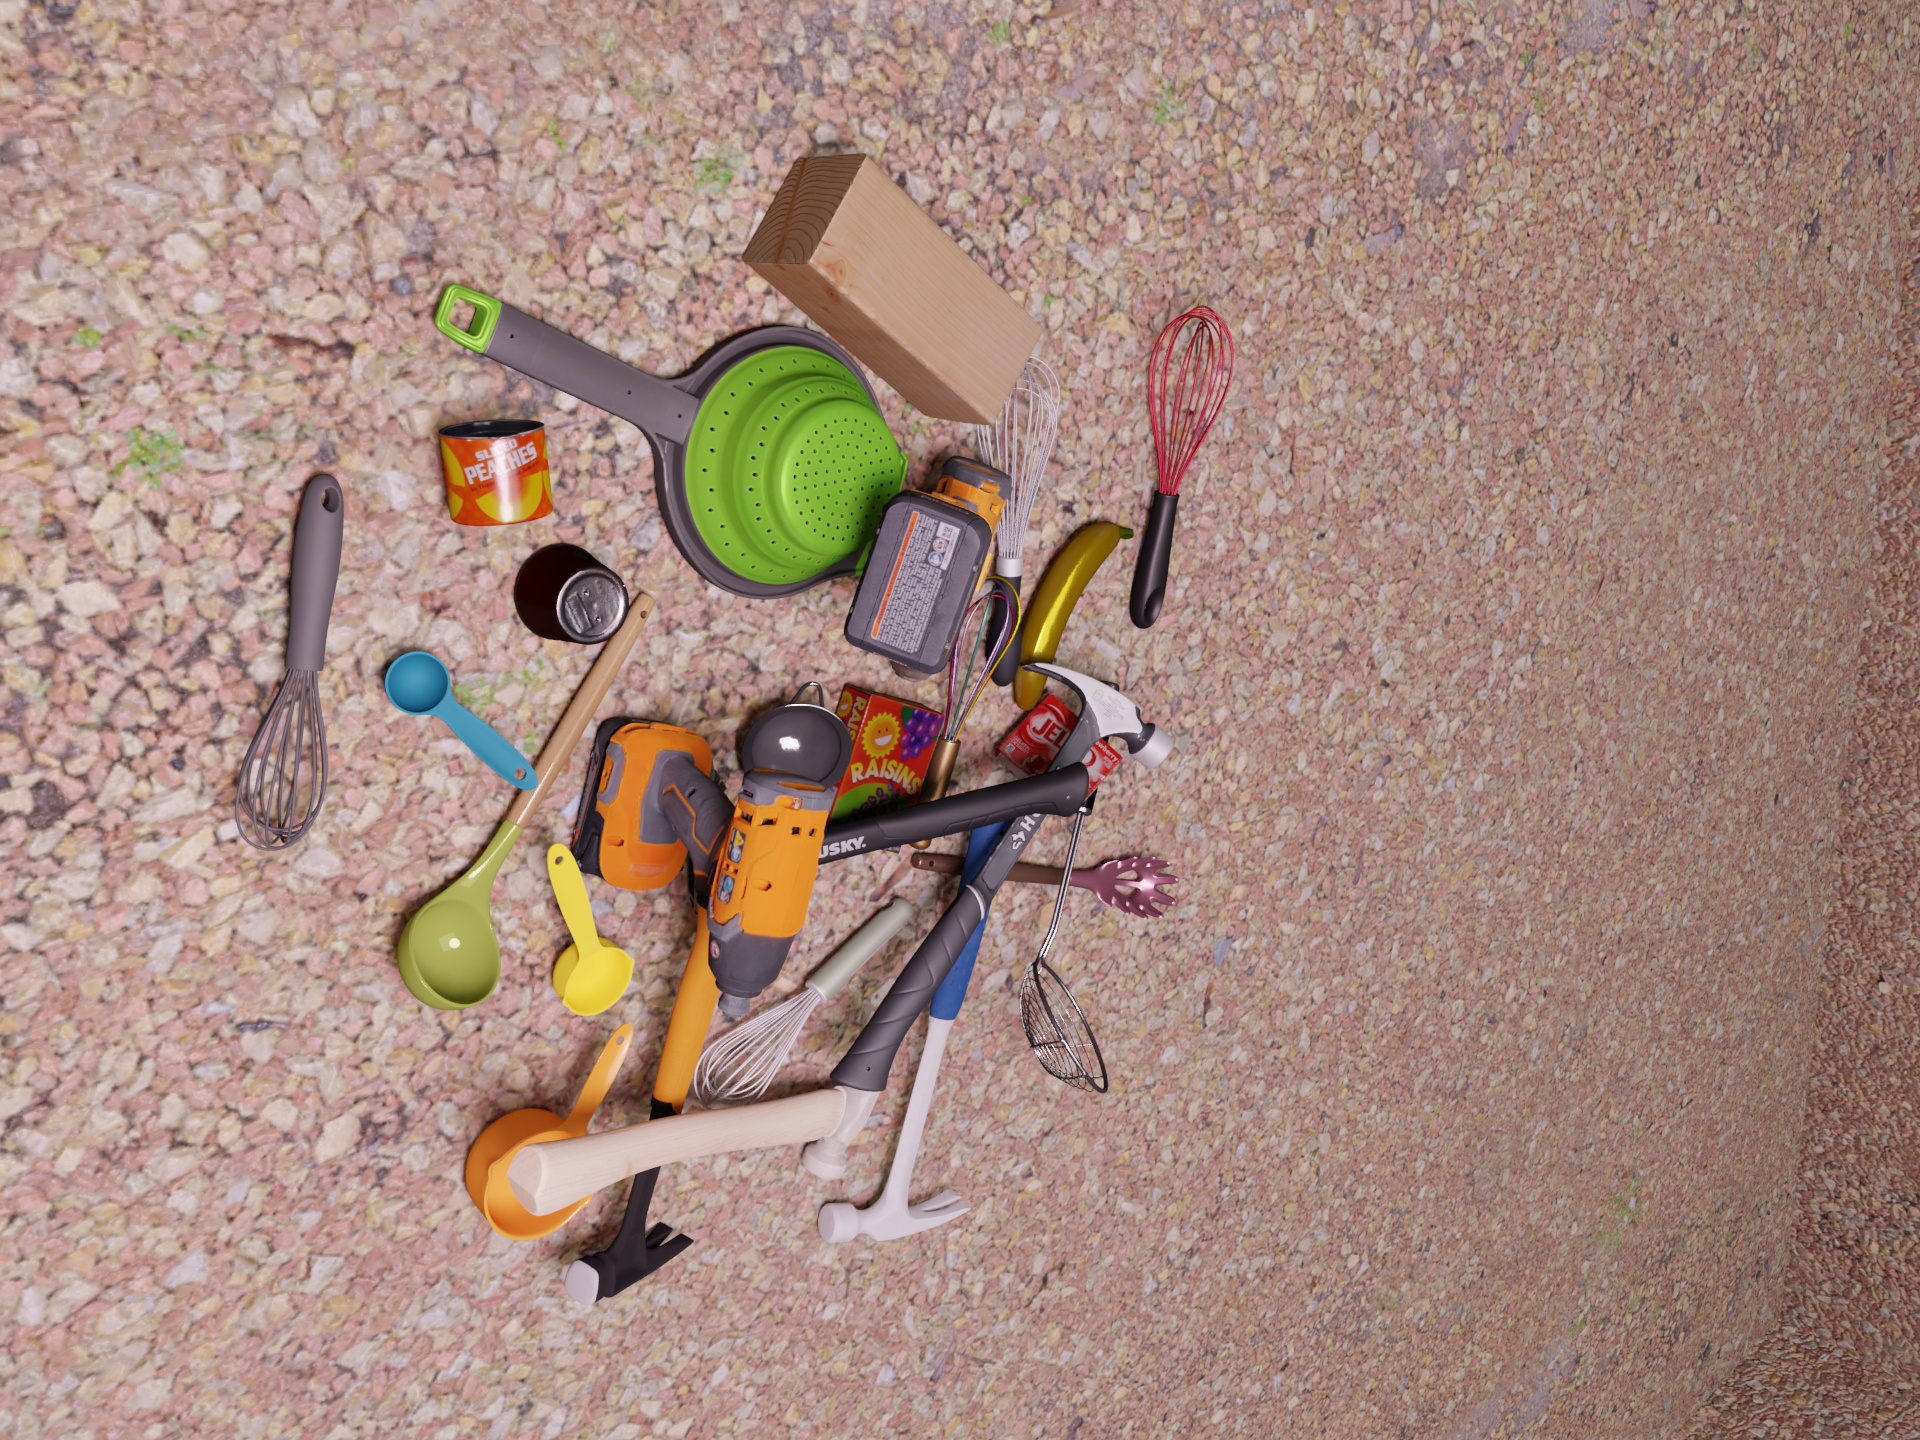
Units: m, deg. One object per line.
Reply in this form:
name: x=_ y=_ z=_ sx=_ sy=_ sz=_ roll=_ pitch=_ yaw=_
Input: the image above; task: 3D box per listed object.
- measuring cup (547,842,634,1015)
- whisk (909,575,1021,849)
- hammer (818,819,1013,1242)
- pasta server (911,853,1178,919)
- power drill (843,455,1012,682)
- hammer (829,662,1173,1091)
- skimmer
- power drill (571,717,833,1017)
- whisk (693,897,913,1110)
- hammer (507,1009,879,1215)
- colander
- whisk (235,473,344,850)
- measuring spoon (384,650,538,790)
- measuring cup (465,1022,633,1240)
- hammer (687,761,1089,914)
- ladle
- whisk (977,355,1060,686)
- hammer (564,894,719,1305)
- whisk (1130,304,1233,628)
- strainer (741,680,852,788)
measuring cup: x=-0.280 y=0.147 z=1.152 sx=0.062 sy=0.029 sz=0.156 roll=-31 pitch=130 yaw=-31
whisk: x=0.000 y=-0.003 z=1.334 sx=0.047 sy=0.051 sz=0.245 roll=14 pitch=104 yaw=-11
hammer: x=-0.014 y=0.272 z=1.408 sx=0.144 sy=0.035 sz=0.405 roll=8 pitch=101 yaw=-35
pasta server: x=0.083 y=0.144 z=1.469 sx=0.316 sy=0.040 sz=0.060 roll=11 pitch=87 yaw=-41
power drill: x=-0.025 y=-0.099 z=1.203 sx=0.226 sy=0.084 sz=0.185 roll=-61 pitch=172 yaw=-73
hammer: x=0.019 y=0.132 z=1.326 sx=0.149 sy=0.036 sz=0.409 roll=39 pitch=73 yaw=-14
skimmer: x=0.124 y=0.145 z=1.431 sx=0.127 sy=0.090 sz=0.363 roll=35 pitch=66 yaw=-68
power drill: x=-0.182 y=0.095 z=1.098 sx=0.084 sy=0.227 sz=0.164 roll=8 pitch=98 yaw=-42
whisk: x=-0.125 y=0.231 z=1.316 sx=0.246 sy=0.058 sz=0.059 roll=-42 pitch=97 yaw=-28
hammer: x=-0.180 y=0.302 z=1.202 sx=0.410 sy=0.038 sz=0.146 roll=13 pitch=101 yaw=-62
colander: x=-0.167 y=-0.202 z=1.104 sx=0.396 sy=0.095 sz=0.204 roll=20 pitch=90 yaw=-43
whisk: x=-0.411 y=-0.035 z=0.987 sx=0.055 sy=0.055 sz=0.239 roll=5 pitch=96 yaw=-41
measuring spoon: x=-0.333 y=0.003 z=1.066 sx=0.128 sy=0.021 sz=0.042 roll=48 pitch=69 yaw=-27
measuring cup: x=-0.300 y=0.295 z=1.182 sx=0.095 sy=0.052 sz=0.174 roll=37 pitch=77 yaw=-41
hammer: x=-0.052 y=0.081 z=1.255 sx=0.334 sy=0.035 sz=0.146 roll=-13 pitch=118 yaw=-19
ladle: x=-0.291 y=0.052 z=1.109 sx=0.078 sy=0.062 sz=0.320 roll=38 pitch=76 yaw=-44
whisk: x=0.044 y=-0.161 z=1.327 sx=0.070 sy=0.070 sz=0.284 roll=-15 pitch=118 yaw=-36
hammer: x=-0.213 y=0.273 z=1.210 sx=0.127 sy=0.034 sz=0.337 roll=-5 pitch=114 yaw=-65
whisk: x=0.189 y=-0.224 z=1.432 sx=0.073 sy=0.073 sz=0.295 roll=-8 pitch=116 yaw=-39
strainer: x=-0.141 y=0.084 z=1.258 sx=0.086 sy=0.050 sz=0.258 roll=6 pitch=107 yaw=-17
